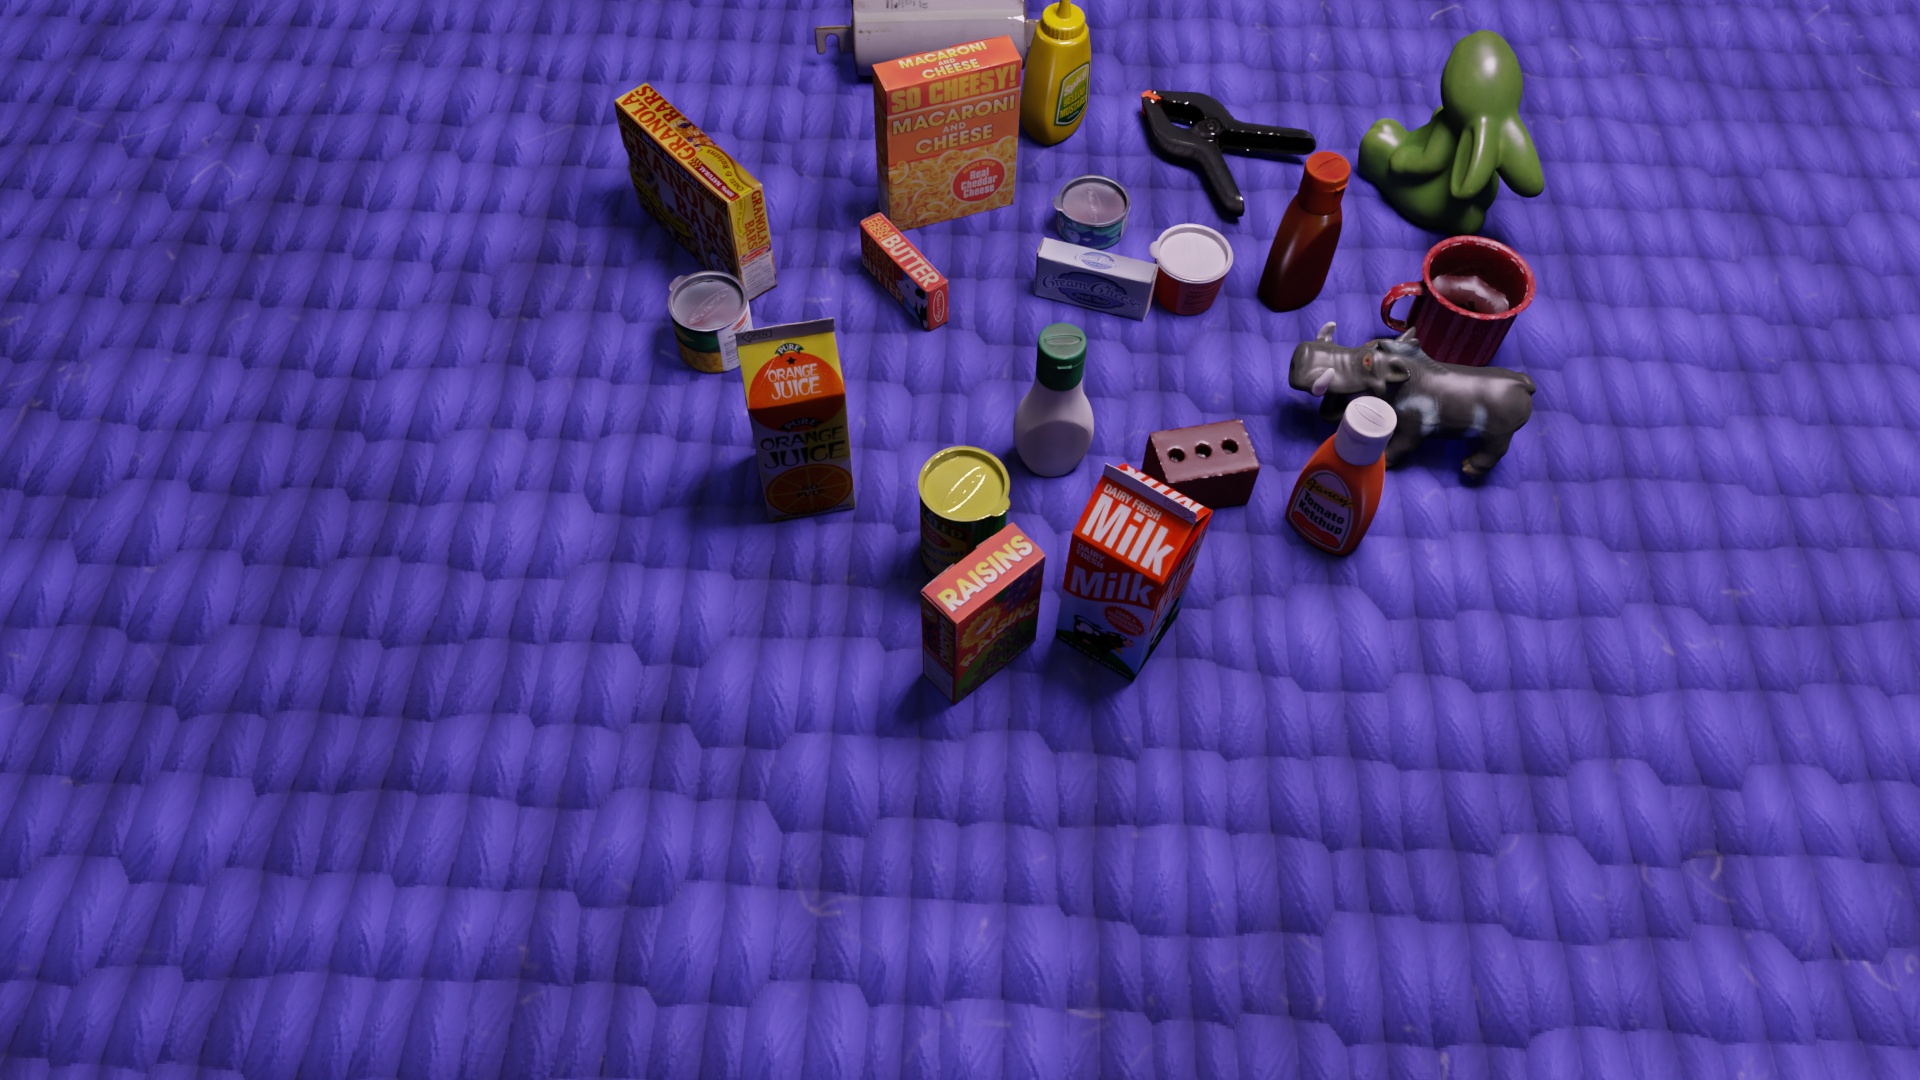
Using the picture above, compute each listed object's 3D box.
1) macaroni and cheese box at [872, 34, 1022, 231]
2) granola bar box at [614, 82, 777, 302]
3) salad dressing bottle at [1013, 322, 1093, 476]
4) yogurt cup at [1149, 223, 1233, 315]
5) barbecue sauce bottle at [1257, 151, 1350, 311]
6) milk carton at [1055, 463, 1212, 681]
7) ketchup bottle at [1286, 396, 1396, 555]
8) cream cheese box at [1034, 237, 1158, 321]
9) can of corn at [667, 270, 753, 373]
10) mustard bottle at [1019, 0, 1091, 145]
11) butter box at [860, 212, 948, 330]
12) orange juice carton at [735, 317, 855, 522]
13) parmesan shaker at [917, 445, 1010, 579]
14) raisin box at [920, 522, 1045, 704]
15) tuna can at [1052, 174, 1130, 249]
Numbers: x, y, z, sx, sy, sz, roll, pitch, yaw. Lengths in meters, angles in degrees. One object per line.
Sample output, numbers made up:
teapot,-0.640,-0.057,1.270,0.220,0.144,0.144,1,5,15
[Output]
macaroni and cheese box,-0.013,-0.355,1.224,0.124,0.165,0.040,-17,60,-11
granola bar box,-0.230,-0.301,1.210,0.039,0.123,0.166,-37,65,-21
salad dressing bottle,0.075,-0.108,1.079,0.064,0.147,0.044,-3,58,-3
yogurt cup,0.201,-0.235,1.218,0.072,0.053,0.073,1,58,-1
barbecue sauce bottle,0.296,-0.263,1.182,0.065,0.147,0.044,-30,63,-18
milk carton,0.121,0.015,0.977,0.072,0.189,0.074,30,62,16
ketchup bottle,0.291,-0.050,1.046,0.065,0.148,0.044,39,65,21
cream cheese box,0.117,-0.227,1.211,0.104,0.053,0.024,15,59,9
can of corn,-0.212,-0.185,1.176,0.071,0.058,0.071,1,58,-1
mustard bottle,0.091,-0.443,1.285,0.049,0.159,0.065,40,65,21
butter box,-0.050,-0.235,1.213,0.024,0.053,0.104,-32,64,-19
orange juice carton,-0.123,-0.099,1.043,0.072,0.191,0.073,-10,59,-7
parmesan shaker,0.004,-0.013,1.044,0.071,0.102,0.071,0,58,-1
raisin box,0.015,0.053,0.990,0.086,0.122,0.040,-36,65,-21
tuna can,0.118,-0.300,1.270,0.071,0.032,0.071,1,58,-1
